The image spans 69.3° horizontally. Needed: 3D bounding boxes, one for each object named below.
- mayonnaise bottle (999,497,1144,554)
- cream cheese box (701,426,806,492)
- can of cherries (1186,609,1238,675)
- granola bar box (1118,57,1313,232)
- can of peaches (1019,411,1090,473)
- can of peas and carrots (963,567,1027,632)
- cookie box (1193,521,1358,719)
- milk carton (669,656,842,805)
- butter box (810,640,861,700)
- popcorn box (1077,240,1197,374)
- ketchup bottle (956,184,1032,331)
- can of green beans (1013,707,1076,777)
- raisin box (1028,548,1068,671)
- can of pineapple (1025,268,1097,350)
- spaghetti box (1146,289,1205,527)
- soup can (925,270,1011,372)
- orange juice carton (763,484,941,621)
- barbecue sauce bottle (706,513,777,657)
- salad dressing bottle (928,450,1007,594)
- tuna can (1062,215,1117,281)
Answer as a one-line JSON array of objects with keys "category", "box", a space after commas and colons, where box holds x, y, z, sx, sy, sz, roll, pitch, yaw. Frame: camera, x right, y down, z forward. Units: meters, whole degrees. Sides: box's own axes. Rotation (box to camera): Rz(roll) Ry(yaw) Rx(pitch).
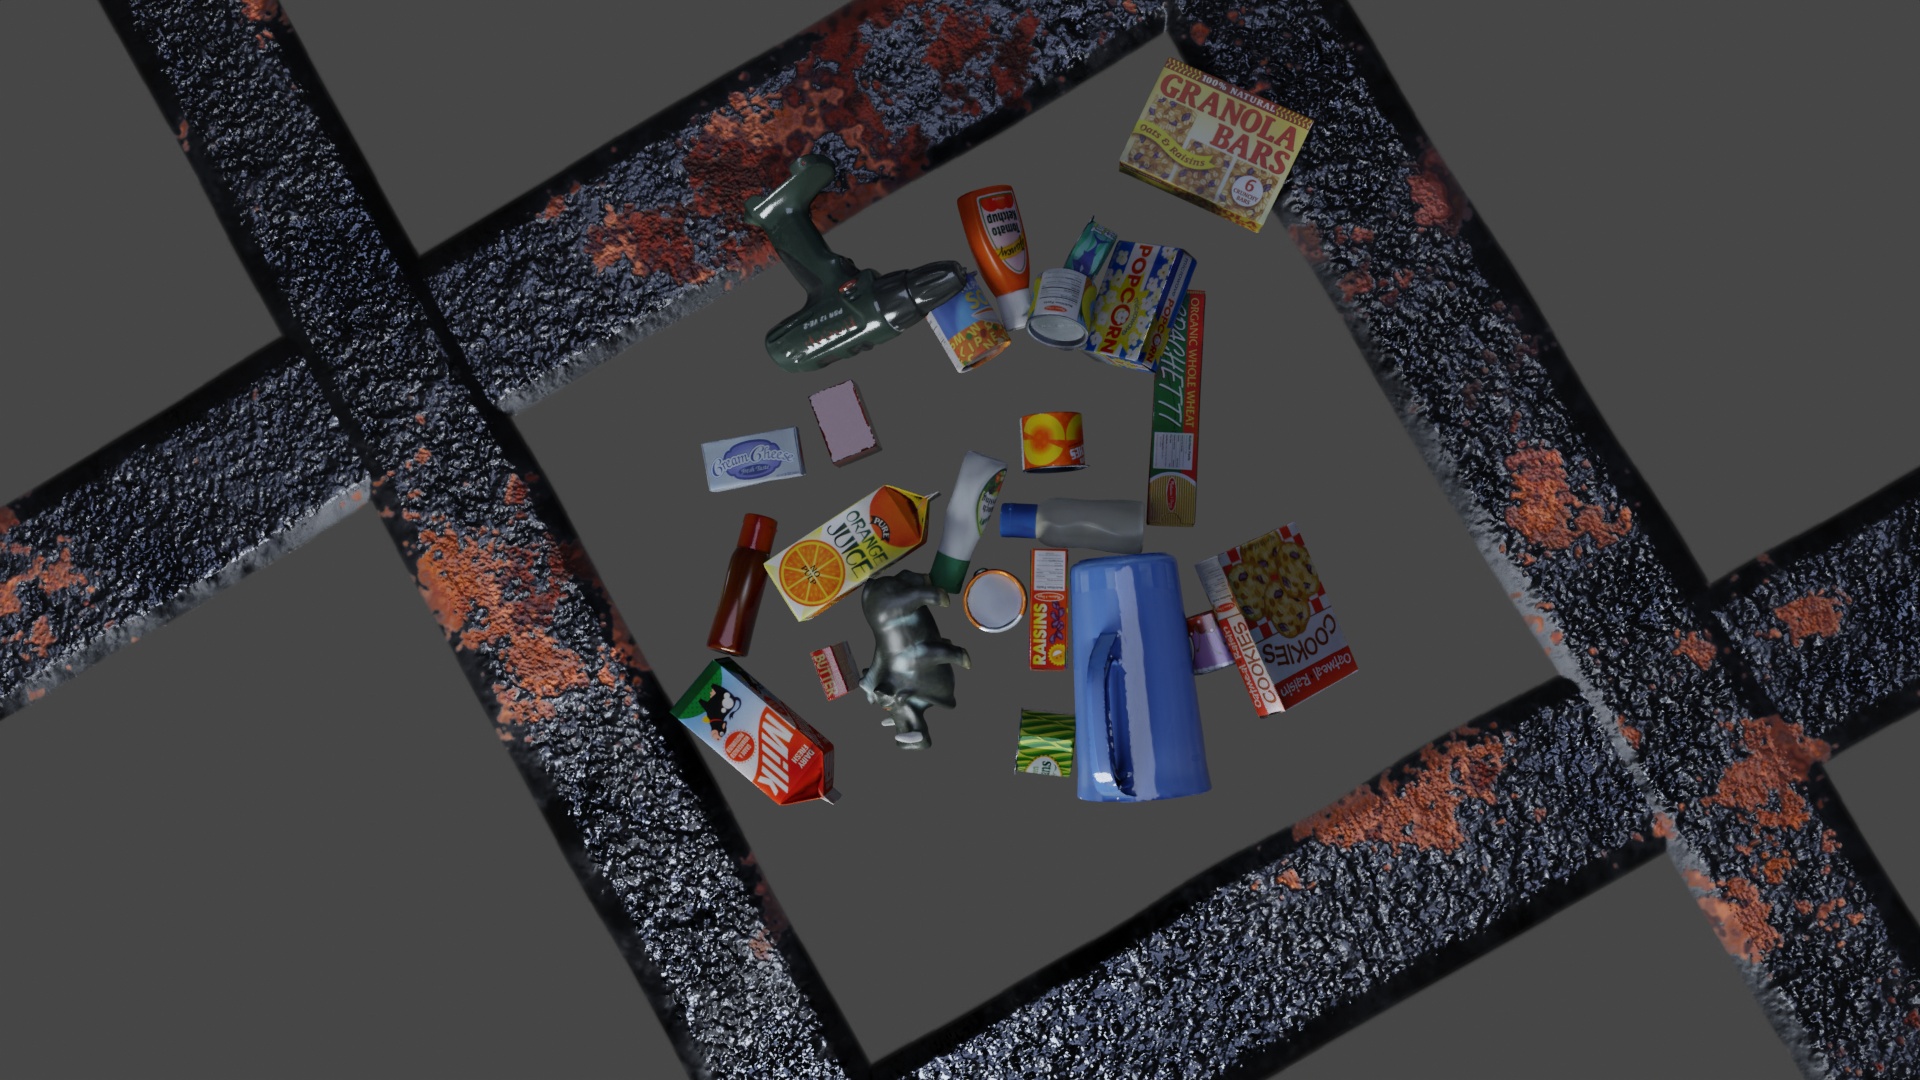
[{"category": "mayonnaise bottle", "box": [0.116, -0.017, 1.443, 0.148, 0.065, 0.041, 3, 127, 7]}, {"category": "cream cheese box", "box": [-0.220, -0.086, 1.483, 0.104, 0.024, 0.053, -10, 86, 3]}, {"category": "can of cherries", "box": [0.257, 0.102, 1.424, 0.071, 0.071, 0.058, -18, 87, 3]}, {"category": "granola bar box", "box": [0.267, -0.415, 1.461, 0.165, 0.039, 0.124, 26, 90, 5]}, {"category": "can of peaches", "box": [0.098, -0.102, 1.443, 0.071, 0.071, 0.058, -4, 87, 4]}, {"category": "can of peas and carrots", "box": [0.035, 0.060, 1.443, 0.071, 0.058, 0.071, 0, 87, 3]}, {"category": "cookie box", "box": [0.320, 0.079, 1.403, 0.123, 0.040, 0.167, -20, 85, -35]}, {"category": "milk carton", "box": [-0.200, 0.209, 1.444, 0.190, 0.072, 0.073, 39, 90, 4]}, {"category": "butter box", "box": [-0.126, 0.132, 1.428, 0.024, 0.103, 0.053, -21, 87, 4]}, {"category": "popcorn box", "box": [0.183, -0.243, 1.437, 0.085, 0.038, 0.126, 20, 89, 44]}, {"category": "ketchup bottle", "box": [0.044, -0.296, 1.462, 0.065, 0.043, 0.148, -19, 95, -35]}, {"category": "can of green beans", "box": [0.088, 0.208, 1.429, 0.058, 0.071, 0.071, 7, 88, 4]}, {"category": "raisin box", "box": [0.090, 0.071, 1.425, 0.040, 0.086, 0.123, 1, 87, 1]}, {"category": "can of pineapple", "box": [0.104, -0.239, 1.435, 0.071, 0.070, 0.058, 11, 70, 4]}, {"category": "spaghetti box", "box": [0.226, -0.138, 1.455, 0.050, 0.028, 0.250, 3, 87, 4]}, {"category": "soup can", "box": [0.007, -0.229, 1.454, 0.071, 0.071, 0.084, -31, 87, 2]}, {"category": "orange juice carton", "box": [-0.102, 0.002, 1.448, 0.193, 0.072, 0.073, -33, 87, 2]}, {"category": "barbecue sauce bottle", "box": [-0.227, 0.047, 1.461, 0.044, 0.064, 0.149, 13, 80, 2]}, {"category": "salad dressing bottle", "box": [0.005, -0.018, 1.451, 0.044, 0.064, 0.147, 21, 97, 18]}, {"category": "tuna can", "box": [0.136, -0.300, 1.449, 0.033, 0.071, 0.071, 30, 90, 3]}]
